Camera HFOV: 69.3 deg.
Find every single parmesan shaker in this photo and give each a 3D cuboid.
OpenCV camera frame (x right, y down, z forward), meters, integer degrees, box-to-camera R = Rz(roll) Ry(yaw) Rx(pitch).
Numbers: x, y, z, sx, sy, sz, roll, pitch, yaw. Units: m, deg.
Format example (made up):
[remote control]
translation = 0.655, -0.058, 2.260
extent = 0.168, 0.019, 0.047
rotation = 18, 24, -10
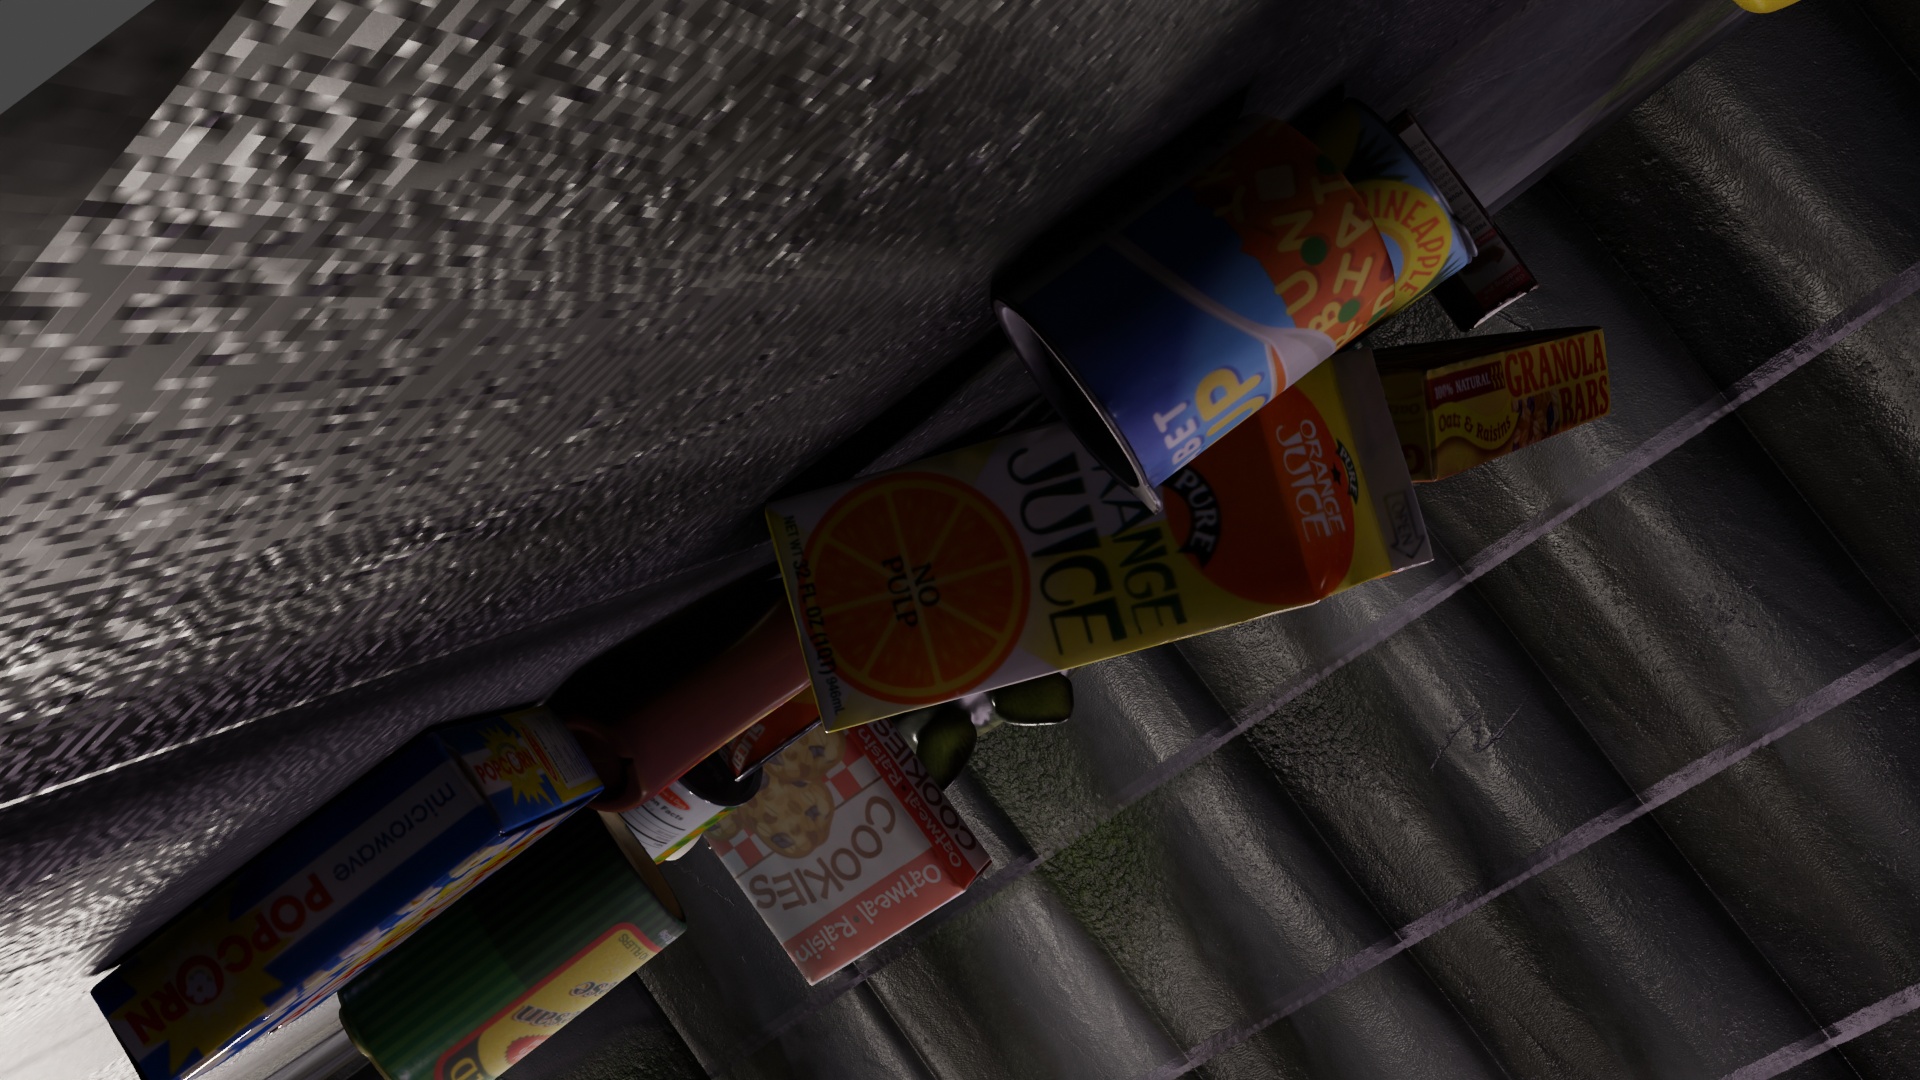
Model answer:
[parmesan shaker]
translation = -0.158, 0.145, 0.497
extent = 0.103, 0.071, 0.071
rotation = -36, 176, -11

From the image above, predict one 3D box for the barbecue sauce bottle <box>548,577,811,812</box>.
[barbecue sauce bottle]
translation = -0.082, 0.045, 0.520
extent = 0.064, 0.043, 0.149
rotation = -12, -165, 45

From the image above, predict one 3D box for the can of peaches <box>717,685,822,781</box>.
[can of peaches]
translation = -0.085, 0.060, 0.588
extent = 0.071, 0.058, 0.071
rotation = -36, 176, -3

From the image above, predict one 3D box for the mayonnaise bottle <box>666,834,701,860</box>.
[mayonnaise bottle]
translation = -0.222, 0.195, 0.966
extent = 0.041, 0.065, 0.148
rotation = -44, 173, -5

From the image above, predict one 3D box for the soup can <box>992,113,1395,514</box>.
[soup can]
translation = 0.063, -0.060, 0.368
extent = 0.084, 0.071, 0.071
rotation = -37, 176, -1

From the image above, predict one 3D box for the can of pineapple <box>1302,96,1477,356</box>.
[can of pineapple]
translation = 0.122, -0.098, 0.449
extent = 0.058, 0.071, 0.071
rotation = -37, 176, 12

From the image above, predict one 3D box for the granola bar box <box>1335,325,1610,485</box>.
[granola bar box]
translation = 0.153, -0.050, 0.525
extent = 0.124, 0.039, 0.166
rotation = -2, -170, 43

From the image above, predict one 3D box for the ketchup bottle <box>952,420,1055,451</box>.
[ketchup bottle]
translation = 0.002, -0.007, 0.557
extent = 0.149, 0.065, 0.043
rotation = -20, 156, -45

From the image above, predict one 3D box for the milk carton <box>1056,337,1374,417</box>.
[milk carton]
translation = 0.113, -0.064, 0.729
extent = 0.190, 0.072, 0.073
rotation = -36, 176, 1

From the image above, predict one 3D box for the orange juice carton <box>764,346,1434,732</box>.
[orange juice carton]
translation = 0.044, -0.002, 0.436
extent = 0.193, 0.072, 0.073
rotation = -15, 178, 5

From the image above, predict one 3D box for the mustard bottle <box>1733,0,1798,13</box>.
[mustard bottle]
translation = 0.163, -0.148, 0.285
extent = 0.048, 0.065, 0.161
rotation = -34, 174, 36

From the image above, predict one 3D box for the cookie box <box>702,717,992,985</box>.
[cookie box]
translation = -0.080, 0.139, 0.746
extent = 0.122, 0.167, 0.040
rotation = -39, 176, 28

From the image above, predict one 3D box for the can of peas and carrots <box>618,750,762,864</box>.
[can of peas and carrots]
translation = -0.130, 0.100, 0.609
extent = 0.058, 0.071, 0.071
rotation = -38, 176, 23

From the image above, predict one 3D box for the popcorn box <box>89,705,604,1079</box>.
[popcorn box]
translation = -0.180, 0.104, 0.424
extent = 0.126, 0.038, 0.085
rotation = -37, 177, 2
